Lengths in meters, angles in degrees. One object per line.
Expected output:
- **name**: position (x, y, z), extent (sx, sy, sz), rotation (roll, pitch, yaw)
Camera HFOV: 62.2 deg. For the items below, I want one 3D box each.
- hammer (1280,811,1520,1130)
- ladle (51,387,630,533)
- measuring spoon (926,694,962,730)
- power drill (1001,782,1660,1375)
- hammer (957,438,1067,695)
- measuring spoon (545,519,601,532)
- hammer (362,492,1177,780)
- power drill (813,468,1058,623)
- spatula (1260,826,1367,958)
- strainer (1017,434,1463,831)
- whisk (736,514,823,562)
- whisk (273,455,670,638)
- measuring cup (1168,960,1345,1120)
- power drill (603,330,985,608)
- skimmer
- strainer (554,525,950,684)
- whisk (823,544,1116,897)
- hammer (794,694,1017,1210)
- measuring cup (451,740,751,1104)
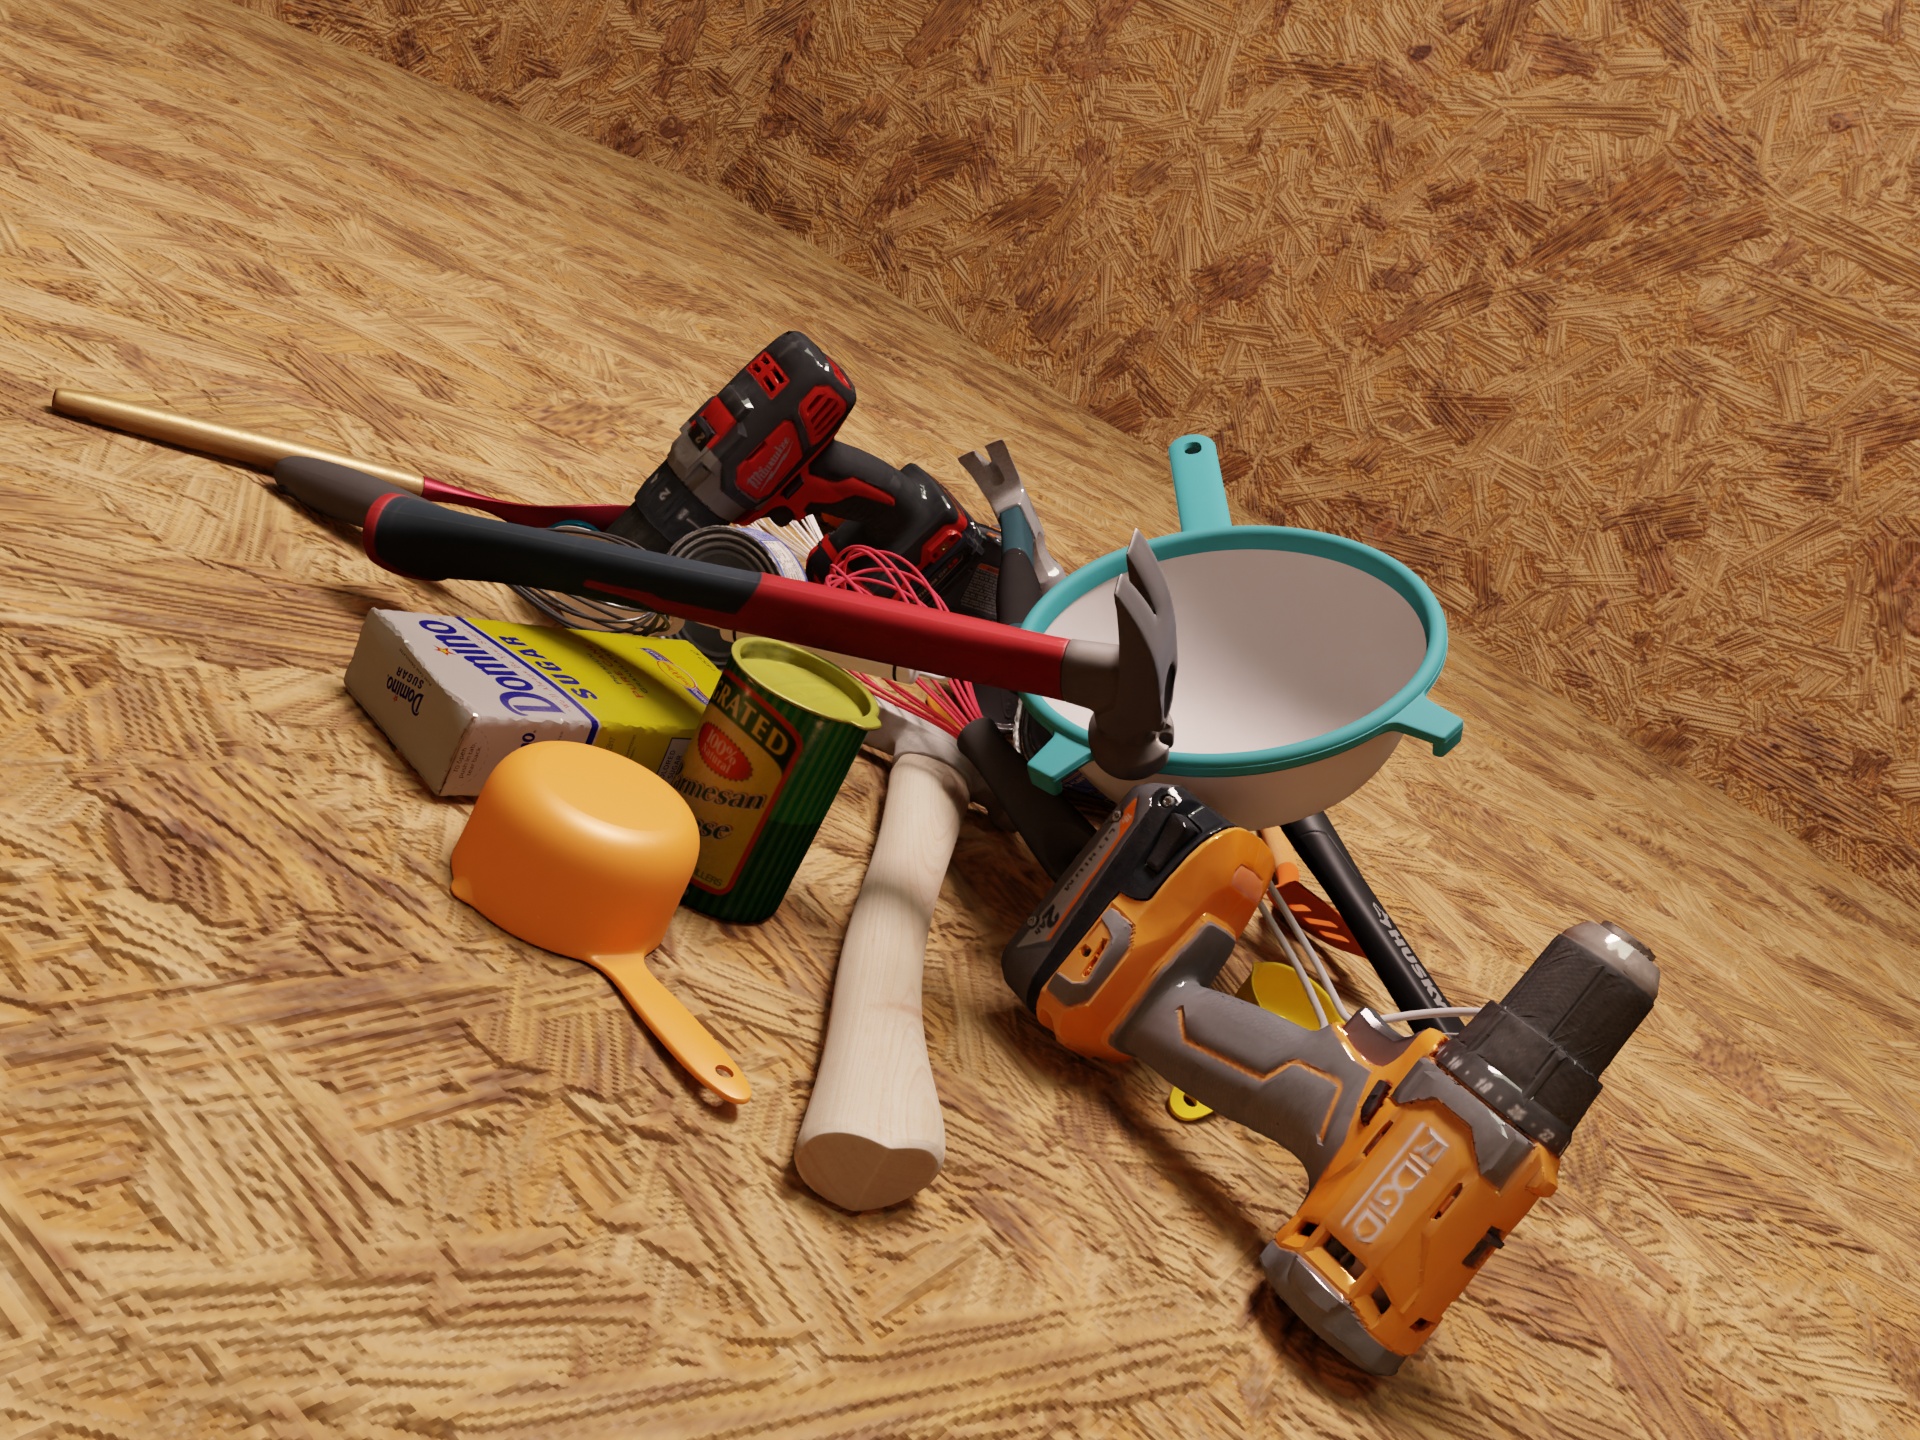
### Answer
- **hammer**: position (0.213, 0.084, 0.893), extent (0.146, 0.035, 0.335), rotation (4, 49, -48)
- **ladle**: position (-0.325, -0.137, 0.882), extent (0.315, 0.031, 0.069), rotation (11, -11, -36)
- **measuring spoon**: position (0.006, 0.010, 0.999), extent (0.021, 0.011, 0.117), rotation (16, 21, -34)
- **power drill**: position (0.144, 0.113, 0.640), extent (0.226, 0.185, 0.084), rotation (40, 3, 41)
- **hammer**: position (0.037, -0.089, 0.991), extent (0.331, 0.033, 0.128), rotation (-87, 153, -68)
- **measuring spoon**: position (-0.260, -0.106, 0.888), extent (0.128, 0.042, 0.021), rotation (12, 29, -23)
- **hammer**: position (-0.097, -0.060, 0.694), extent (0.386, 0.038, 0.143), rotation (13, -28, 15)
- **power drill**: position (-0.048, -0.150, 1.243), extent (0.227, 0.084, 0.164), rotation (37, 15, 37)
- **spatula**: position (0.222, 0.086, 1.060), extent (0.081, 0.041, 0.323), rotation (39, 15, -7)
- **strainer**: position (0.139, -0.044, 0.857), extent (0.211, 0.095, 0.341), rotation (-6, 34, 7)
- **whisk**: position (-0.099, -0.113, 1.143), extent (0.059, 0.057, 0.247), rotation (-25, 49, -25)
- **whisk**: position (-0.252, -0.093, 0.812), extent (0.239, 0.055, 0.055), rotation (20, 16, 13)
- **measuring cup**: position (0.134, 0.162, 0.762), extent (0.062, 0.029, 0.156), rotation (44, 34, 19)
- **power drill**: position (-0.105, -0.119, 0.988), extent (0.080, 0.188, 0.226), rotation (52, 10, 32)
- **skimmer**: position (0.159, 0.068, 0.799), extent (0.127, 0.090, 0.364), rotation (-12, 44, -13)
- **strainer**: position (-0.127, -0.051, 0.837), extent (0.258, 0.050, 0.086), rotation (14, -30, 15)
- **whisk**: position (-0.001, -0.003, 0.834), extent (0.073, 0.073, 0.296), rotation (12, 28, -42)
- **hammer**: position (-0.036, 0.077, 0.715), extent (0.146, 0.038, 0.411), rotation (25, 18, -5)
- **measuring cup**: position (-0.118, 0.067, 0.588), extent (0.095, 0.052, 0.174), rotation (7, 25, -49)
